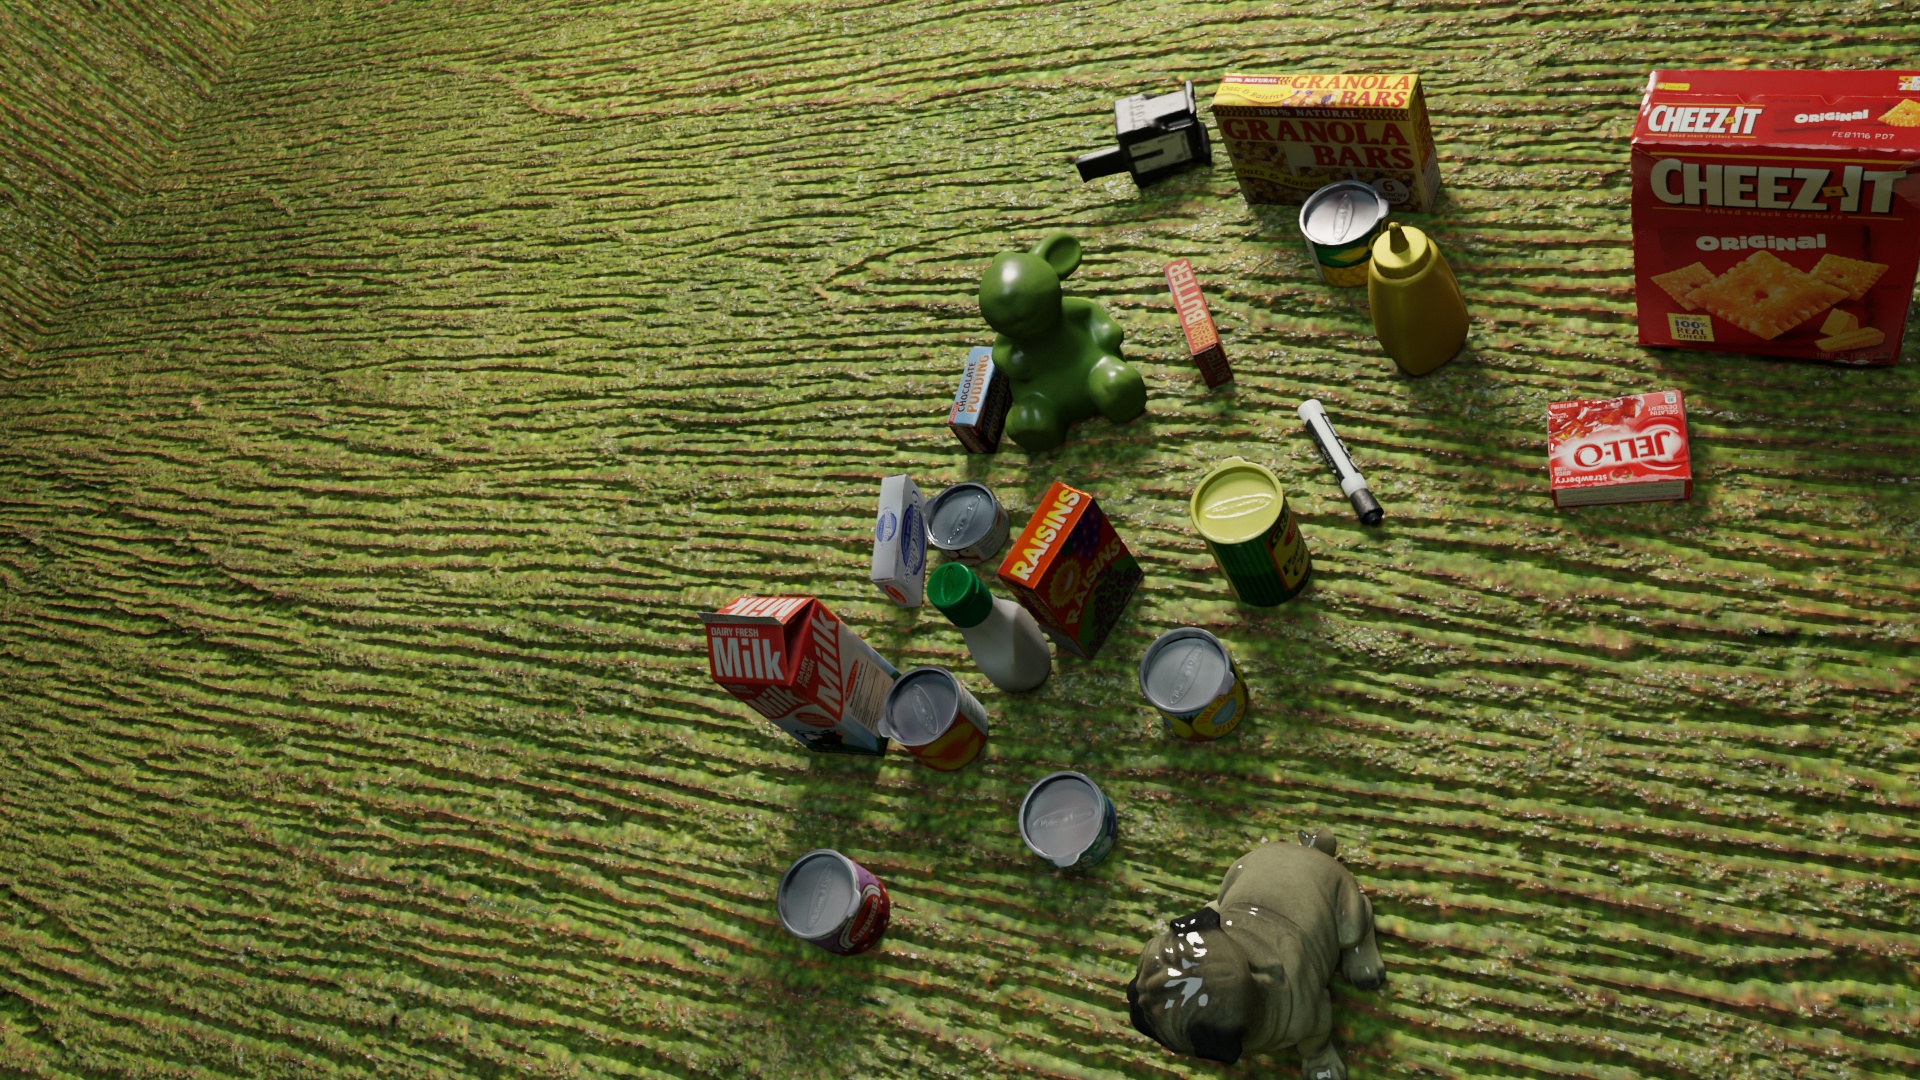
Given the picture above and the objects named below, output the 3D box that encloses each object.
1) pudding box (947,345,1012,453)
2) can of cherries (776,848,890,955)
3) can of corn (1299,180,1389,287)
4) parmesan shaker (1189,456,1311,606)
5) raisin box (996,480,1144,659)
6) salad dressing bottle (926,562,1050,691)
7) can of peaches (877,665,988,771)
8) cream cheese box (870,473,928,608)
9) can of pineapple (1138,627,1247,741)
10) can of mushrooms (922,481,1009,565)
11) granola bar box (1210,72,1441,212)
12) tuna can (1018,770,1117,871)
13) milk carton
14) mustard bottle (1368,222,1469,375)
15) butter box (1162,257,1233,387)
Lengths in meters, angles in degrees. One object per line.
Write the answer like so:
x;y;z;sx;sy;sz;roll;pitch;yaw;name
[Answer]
0.020;-0.124;1.219;0.030;0.049;0.084;4;63;29;pudding box
-0.092;0.270;1.030;0.071;0.058;0.072;-13;56;20;can of cherries
0.319;-0.250;1.138;0.071;0.058;0.071;-13;56;20;can of corn
0.214;-0.005;1.013;0.071;0.102;0.071;-13;56;20;parmesan shaker
0.085;0.024;1.049;0.040;0.123;0.086;24;75;36;raisin box
0.022;0.064;1.041;0.044;0.147;0.064;-8;59;24;salad dressing bottle
-0.021;0.139;1.074;0.071;0.058;0.071;-13;56;20;can of peaches
-0.050;0.001;1.177;0.024;0.053;0.104;-9;58;23;cream cheese box
0.169;0.105;0.997;0.071;0.057;0.071;-13;56;20;can of pineapple
0.004;-0.015;1.171;0.071;0.033;0.071;-13;56;20;can of mushrooms
0.305;-0.331;1.152;0.165;0.124;0.039;13;68;33;granola bar box
0.078;0.205;0.999;0.071;0.032;0.071;-13;56;20;tuna can
-0.123;0.098;1.068;0.072;0.190;0.074;0;62;27;milk carton
0.334;-0.187;1.026;0.065;0.159;0.049;-36;52;4;mustard bottle
0.198;-0.182;1.162;0.024;0.053;0.104;-22;54;15;butter box
